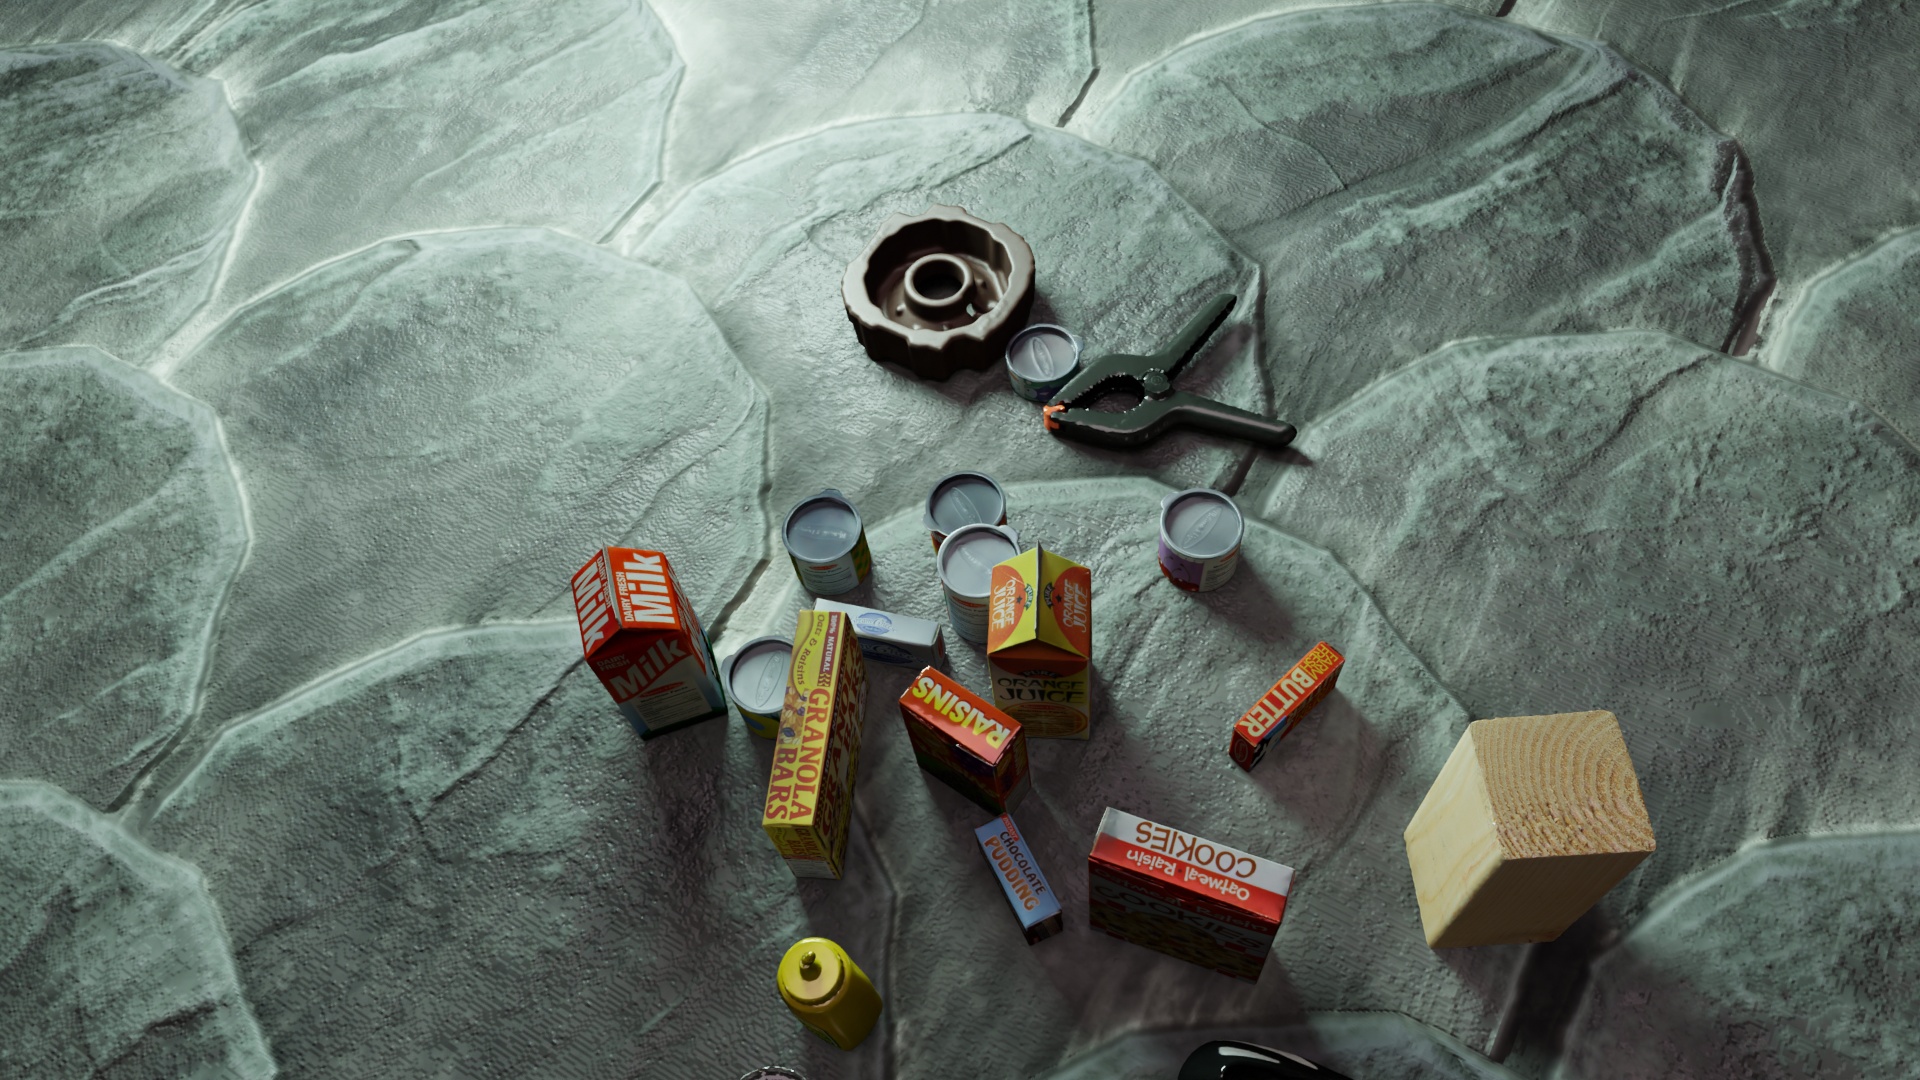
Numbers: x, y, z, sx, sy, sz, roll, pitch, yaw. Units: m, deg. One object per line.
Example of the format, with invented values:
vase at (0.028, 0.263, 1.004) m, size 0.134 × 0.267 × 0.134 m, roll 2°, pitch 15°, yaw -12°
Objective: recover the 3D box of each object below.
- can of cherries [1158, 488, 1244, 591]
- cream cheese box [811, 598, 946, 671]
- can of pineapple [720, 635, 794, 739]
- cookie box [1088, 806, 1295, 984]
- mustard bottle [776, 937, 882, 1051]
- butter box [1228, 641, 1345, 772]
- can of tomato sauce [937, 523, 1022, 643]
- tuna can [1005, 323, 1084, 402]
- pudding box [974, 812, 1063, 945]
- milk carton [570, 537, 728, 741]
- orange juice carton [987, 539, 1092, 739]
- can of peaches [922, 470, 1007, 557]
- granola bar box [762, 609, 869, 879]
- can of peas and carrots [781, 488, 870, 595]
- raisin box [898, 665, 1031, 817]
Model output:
can of cherries at (0.192, -0.002, 1.126) m, size 0.071 × 0.058 × 0.072 m, roll -2°, pitch 59°, yaw 4°
cream cheese box at (-0.065, 0.077, 1.107) m, size 0.104 × 0.053 × 0.024 m, roll 10°, pitch 61°, yaw 11°
can of pineapple at (-0.147, 0.115, 1.089) m, size 0.071 × 0.057 × 0.071 m, roll -2°, pitch 59°, yaw 4°
cookie box at (0.149, 0.240, 0.924) m, size 0.123 × 0.166 × 0.040 m, roll 16°, pitch 63°, yaw 14°
mustard bottle at (-0.092, 0.295, 0.918) m, size 0.065 × 0.159 × 0.049 m, roll 29°, pitch 67°, yaw 20°
butter box at (0.246, 0.125, 1.049) m, size 0.104 × 0.053 × 0.024 m, roll -40°, pitch 64°, yaw -17°
can of tomato sauce at (0.019, 0.034, 1.107) m, size 0.071 × 0.082 × 0.071 m, roll -2°, pitch 59°, yaw 4°
tuna can at (0.077, -0.160, 1.246) m, size 0.071 × 0.032 × 0.071 m, roll -2°, pitch 59°, yaw 4°
pudding box at (0.042, 0.243, 1.000) m, size 0.030 × 0.049 × 0.084 m, roll -25°, pitch 60°, yaw -9°
milk carton at (-0.237, 0.073, 1.045) m, size 0.073 × 0.189 × 0.072 m, roll -18°, pitch 60°, yaw -5°
orange juice carton at (0.059, 0.076, 1.015) m, size 0.073 × 0.191 × 0.072 m, roll 1°, pitch 60°, yaw 6°
can of peaches at (0.004, -0.014, 1.152) m, size 0.071 × 0.057 × 0.071 m, roll -2°, pitch 59°, yaw 4°
granola bar box at (-0.102, 0.151, 1.025) m, size 0.039 × 0.123 × 0.166 m, roll 2°, pitch 60°, yaw 7°
can of peas and carrots at (-0.110, 0.002, 1.152) m, size 0.071 × 0.058 × 0.071 m, roll -2°, pitch 59°, yaw 4°
raisin box at (0.005, 0.151, 1.016) m, size 0.086 × 0.122 × 0.040 m, roll 31°, pitch 67°, yaw 21°
